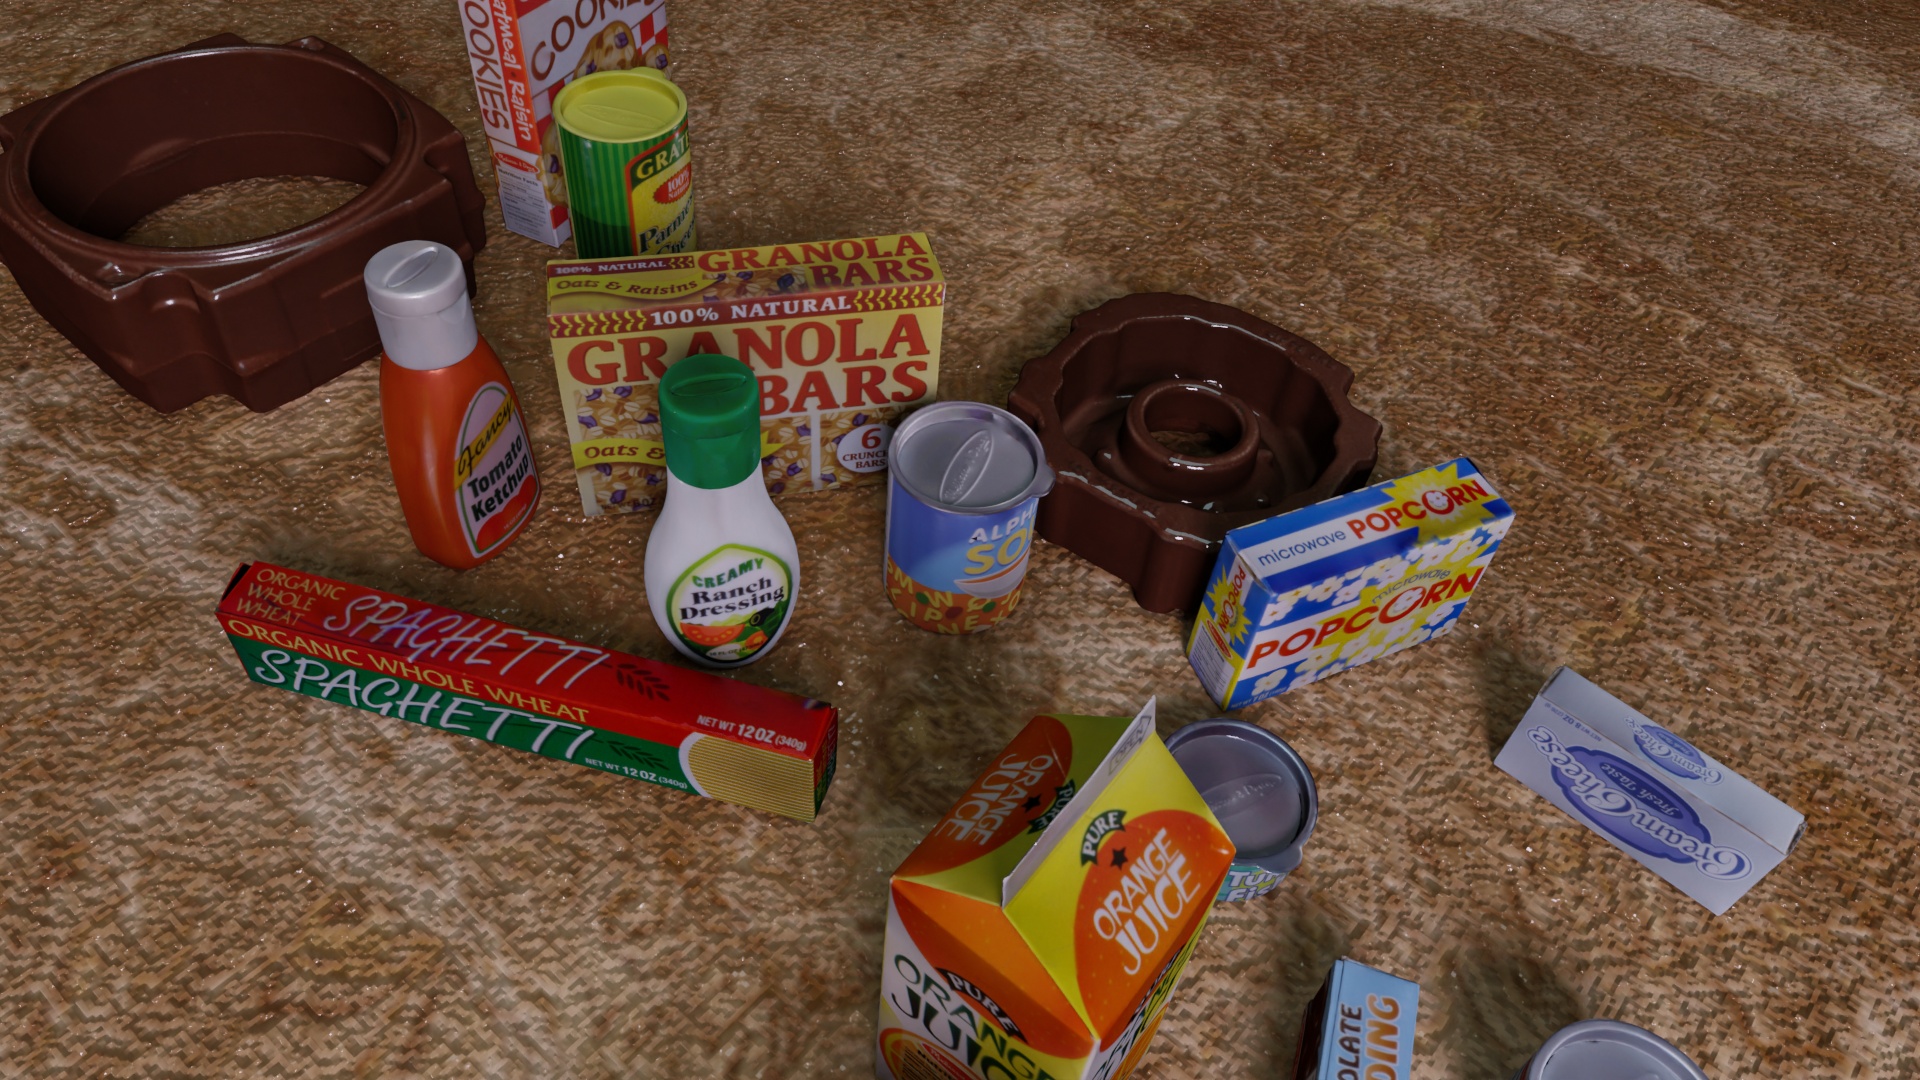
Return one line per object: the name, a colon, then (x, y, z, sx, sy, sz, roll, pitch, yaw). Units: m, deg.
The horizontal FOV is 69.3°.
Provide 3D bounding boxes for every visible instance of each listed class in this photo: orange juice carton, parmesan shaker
orange juice carton: (0.025, 0.124, 0.422, 0.073, 0.191, 0.072, 33, 54, 21)
parmesan shaker: (-0.174, -0.188, 0.737, 0.071, 0.102, 0.072, 3, 49, -3)

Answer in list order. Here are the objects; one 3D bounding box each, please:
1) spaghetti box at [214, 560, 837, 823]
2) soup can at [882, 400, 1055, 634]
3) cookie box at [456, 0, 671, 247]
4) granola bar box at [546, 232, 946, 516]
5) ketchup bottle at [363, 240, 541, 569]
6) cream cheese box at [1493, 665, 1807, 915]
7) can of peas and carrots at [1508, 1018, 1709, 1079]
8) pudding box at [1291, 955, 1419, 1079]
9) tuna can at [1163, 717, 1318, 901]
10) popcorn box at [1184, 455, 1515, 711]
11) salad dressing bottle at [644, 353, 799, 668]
spaghetti box: (-0.172, 0.060, 0.554, 0.250, 0.049, 0.029, 13, 49, 6)
soup can: (0.002, -0.008, 0.608, 0.071, 0.083, 0.072, 3, 48, -3)
cookie box: (-0.209, -0.264, 0.759, 0.040, 0.166, 0.123, 22, 50, 14)
granola bar box: (-0.095, -0.074, 0.631, 0.166, 0.123, 0.039, -7, 50, -12)
ketchup bottle: (-0.216, -0.056, 0.587, 0.043, 0.148, 0.065, 21, 50, 12)
cream cheese box: (0.274, 0.100, 0.560, 0.104, 0.053, 0.024, 36, 55, 24)
can of peas and carrots: (0.213, 0.203, 0.459, 0.071, 0.058, 0.071, 3, 48, -3)
pudding box: (0.129, 0.190, 0.468, 0.030, 0.049, 0.084, 16, 49, 9)
tuna can: (0.106, 0.108, 0.550, 0.071, 0.032, 0.071, 3, 48, -3)
popcorn box: (0.166, 0.019, 0.600, 0.127, 0.084, 0.038, -17, 52, -19)
salad dressing bottle: (-0.097, -0.008, 0.557, 0.064, 0.146, 0.044, -12, 51, -15)
